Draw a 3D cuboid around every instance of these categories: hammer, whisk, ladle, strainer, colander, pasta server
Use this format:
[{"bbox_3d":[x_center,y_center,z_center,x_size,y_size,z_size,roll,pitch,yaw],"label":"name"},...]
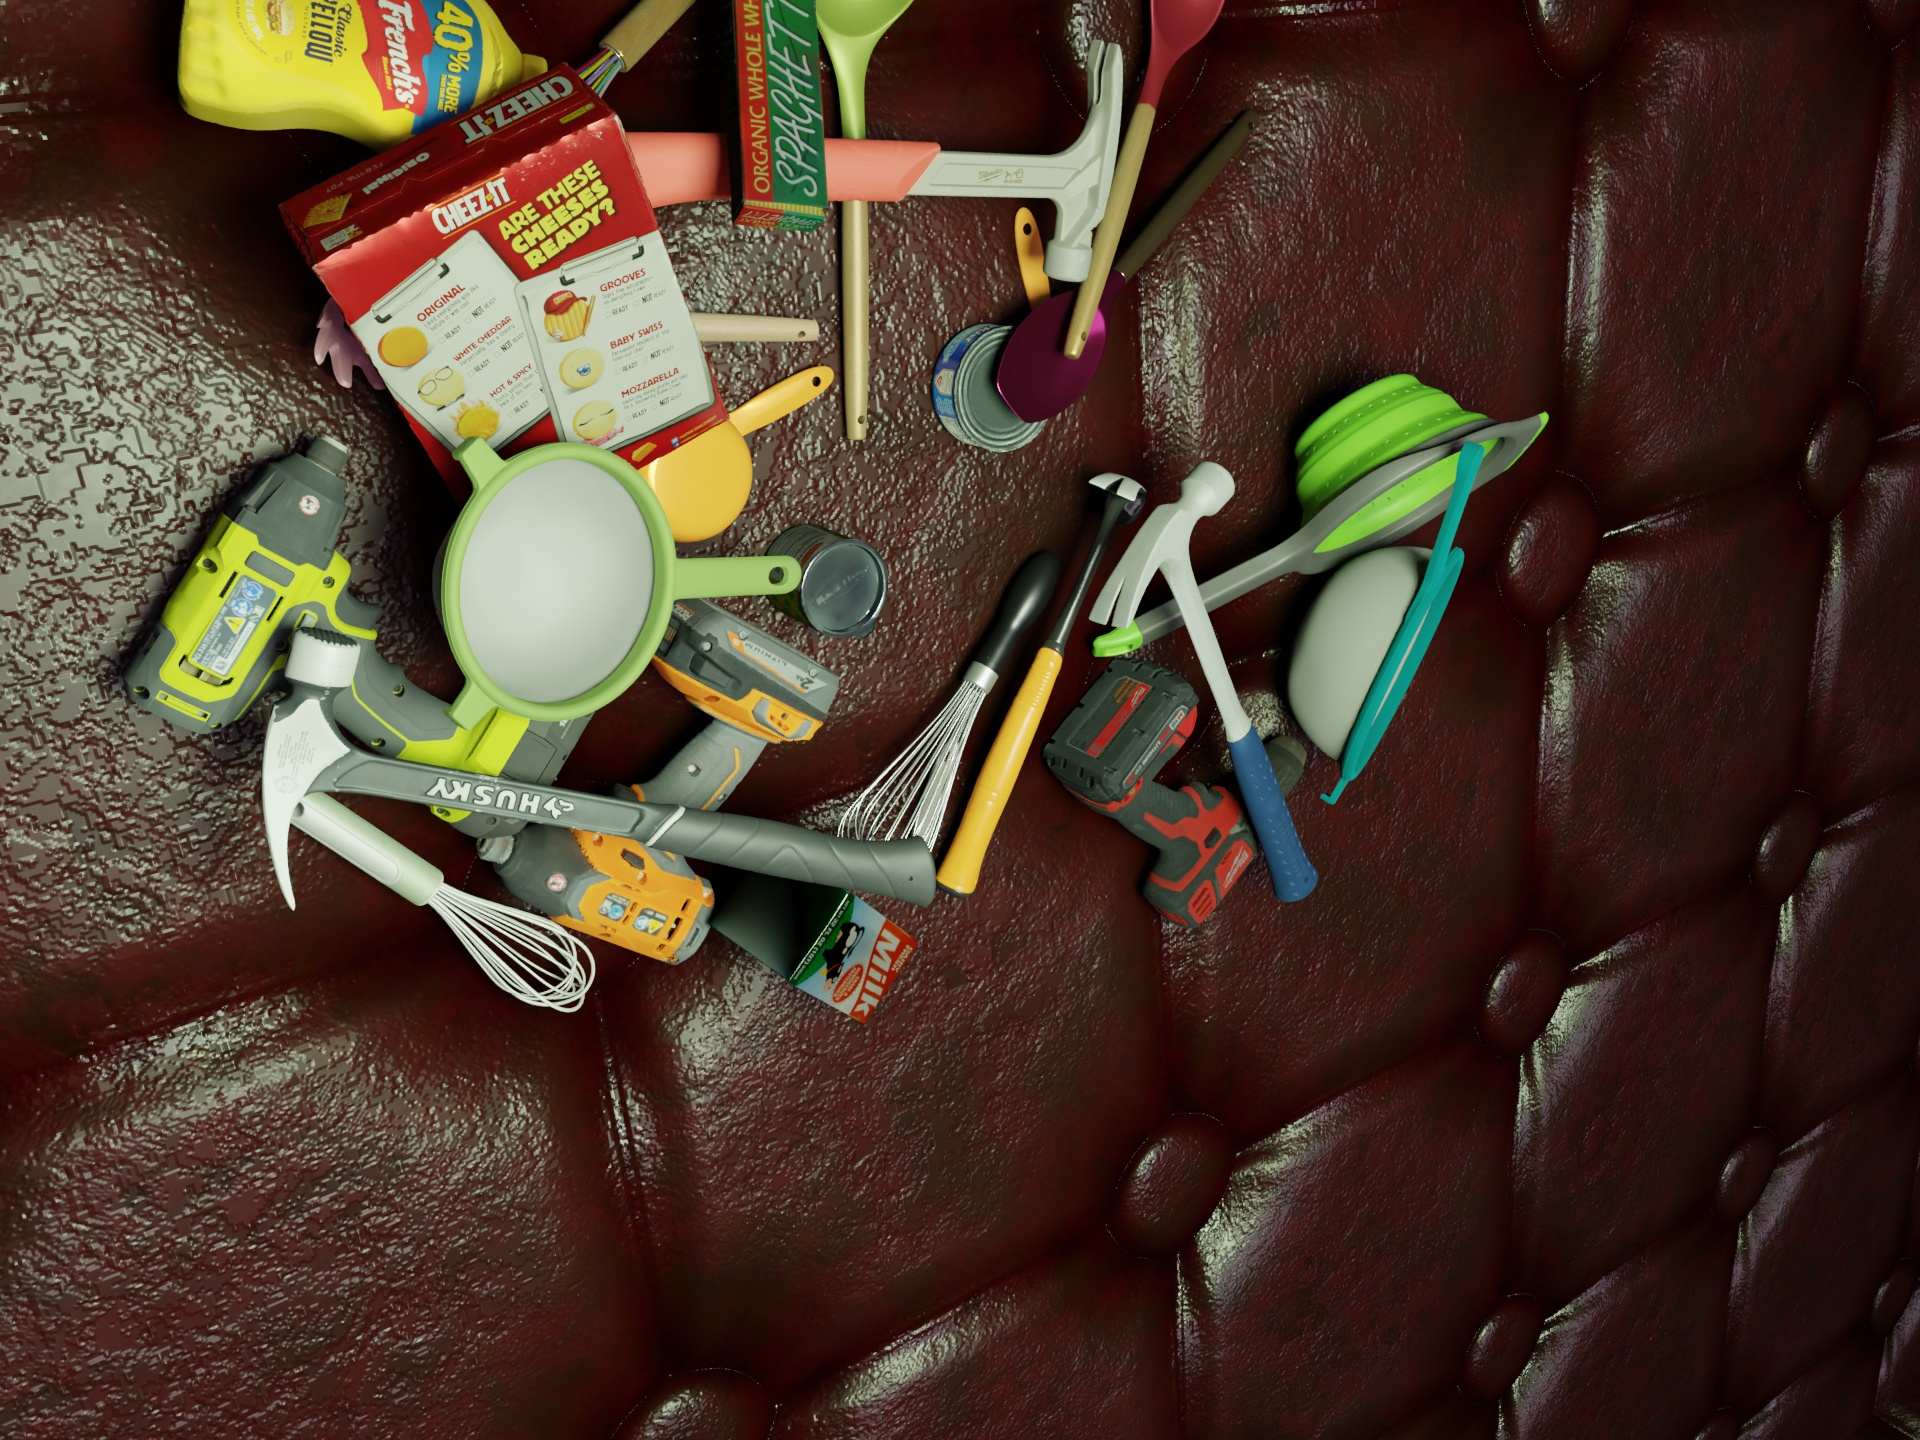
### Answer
[{"bbox_3d":[-0.057,-0.341,0.956,0.359,0.037,0.149,-10,121,-31],"label":"hammer"},{"bbox_3d":[-0.321,0.108,0.978,0.058,0.059,0.246,-37,124,14],"label":"whisk"},{"bbox_3d":[-0.061,-0.334,1.002,0.078,0.062,0.320,-13,116,-32],"label":"ladle"},{"bbox_3d":[0.122,-0.397,1.096,0.069,0.031,0.315,22,83,-42],"label":"ladle"},{"bbox_3d":[-0.201,-0.084,0.913,0.256,0.069,0.151,-9,108,-52],"label":"strainer"},{"bbox_3d":[0.056,-0.022,1.173,0.127,0.034,0.337,-26,139,-78],"label":"hammer"},{"bbox_3d":[0.332,-0.103,1.277,0.211,0.095,0.340,-51,158,-33],"label":"strainer"},{"bbox_3d":[0.263,-0.173,1.262,0.397,0.204,0.094,-27,77,-6],"label":"colander"},{"bbox_3d":[-0.001,-0.004,1.158,0.070,0.070,0.284,38,78,-38],"label":"whisk"},{"bbox_3d":[-0.212,-0.359,0.900,0.245,0.051,0.047,-52,148,-14],"label":"whisk"},{"bbox_3d":[-0.194,0.063,0.931,0.408,0.036,0.149,14,98,-28],"label":"hammer"},{"bbox_3d":[-0.219,-0.230,0.936,0.316,0.040,0.060,-8,137,-35],"label":"pasta server"},{"bbox_3d":[0.207,0.004,1.221,0.144,0.035,0.405,-48,133,-23],"label":"hammer"}]

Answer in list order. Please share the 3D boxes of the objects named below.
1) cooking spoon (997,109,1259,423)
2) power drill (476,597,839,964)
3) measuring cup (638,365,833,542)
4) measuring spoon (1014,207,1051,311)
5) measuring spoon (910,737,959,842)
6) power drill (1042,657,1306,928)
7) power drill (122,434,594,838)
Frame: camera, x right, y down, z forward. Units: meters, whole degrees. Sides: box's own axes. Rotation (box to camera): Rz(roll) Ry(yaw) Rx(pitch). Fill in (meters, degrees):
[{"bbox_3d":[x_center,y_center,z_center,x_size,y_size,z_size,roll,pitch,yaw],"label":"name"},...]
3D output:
[{"bbox_3d":[0.125,-0.331,1.130,0.319,0.017,0.068,-52,120,-19],"label":"cooking spoon"},{"bbox_3d":[-0.195,0.035,1.020,0.164,0.084,0.226,29,93,-38],"label":"power drill"},{"bbox_3d":[-0.140,-0.177,1.000,0.173,0.052,0.095,-34,123,-19],"label":"measuring cup"},{"bbox_3d":[0.057,-0.303,1.122,0.021,0.011,0.116,-29,120,-24],"label":"measuring spoon"},{"bbox_3d":[-0.029,0.071,1.193,0.034,0.018,0.124,24,85,-38],"label":"measuring spoon"},{"bbox_3d":[0.187,0.045,1.296,0.188,0.080,0.226,-51,130,-11],"label":"power drill"},{"bbox_3d":[-0.325,-0.041,0.905,0.223,0.080,0.171,33,86,-35],"label":"power drill"}]
